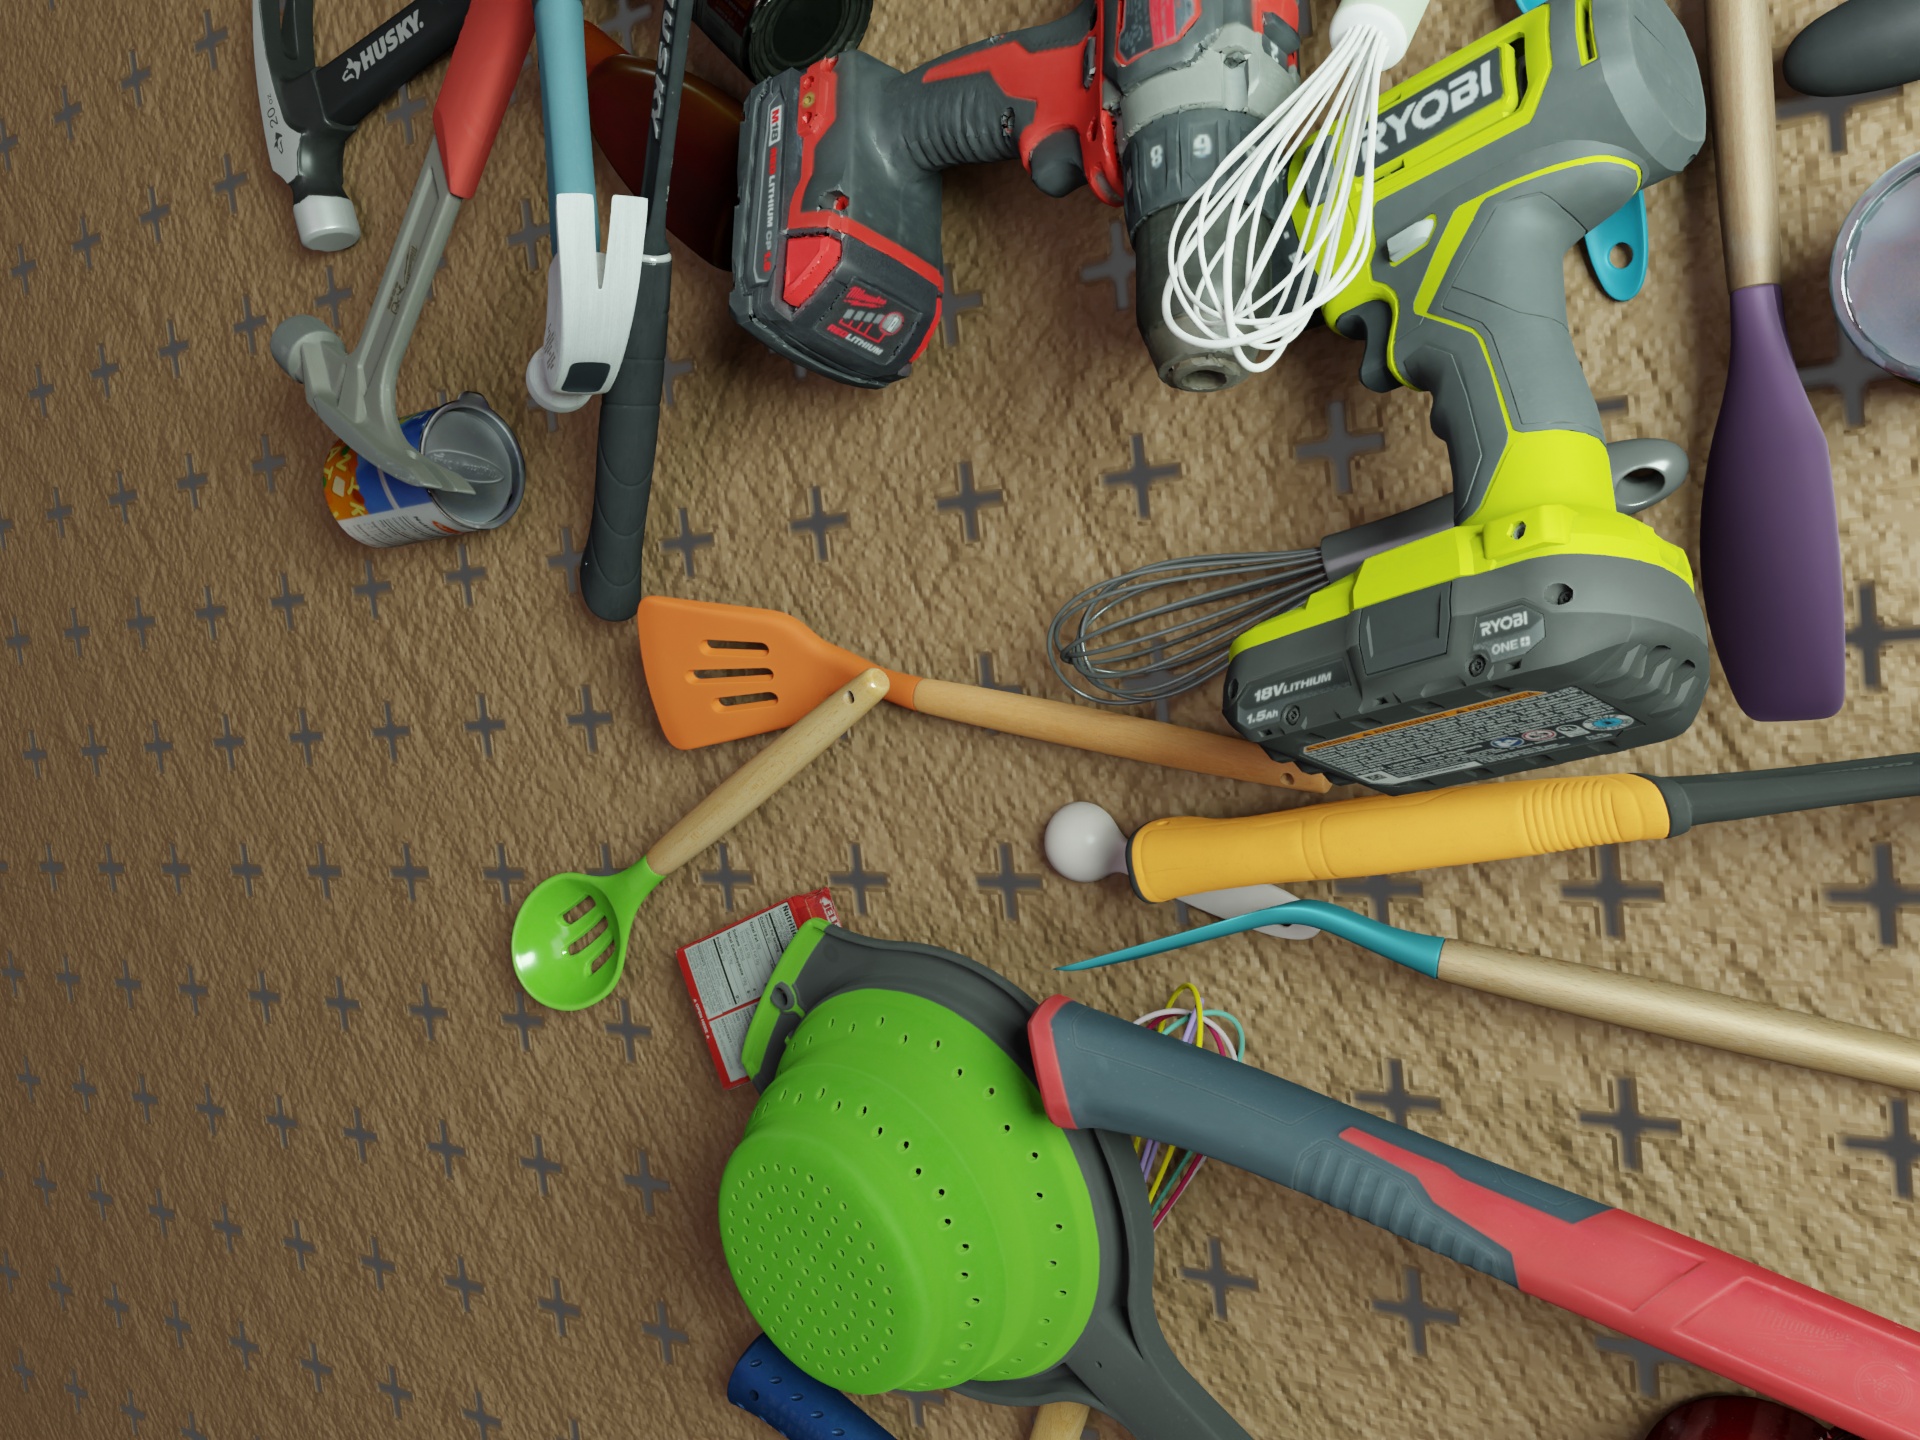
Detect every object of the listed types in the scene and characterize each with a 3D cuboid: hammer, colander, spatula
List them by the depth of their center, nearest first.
[{"bbox_3d":[0.241,-0.157,0.490,0.060,0.018,0.316,176,90,-77],"label":"spatula"},{"bbox_3d":[0.194,0.033,0.511,0.337,0.127,0.034,-11,95,39],"label":"hammer"},{"bbox_3d":[0.199,0.155,0.511,0.386,0.038,0.143,18,70,28],"label":"hammer"},{"bbox_3d":[0.192,0.099,0.552,0.317,0.082,0.044,10,89,25],"label":"spatula"},{"bbox_3d":[0.026,0.251,0.617,0.397,0.094,0.204,42,126,22],"label":"colander"},{"bbox_3d":[-0.164,-0.300,0.641,0.128,0.033,0.331,180,85,-67],"label":"hammer"},{"bbox_3d":[-0.125,-0.206,0.658,0.408,0.036,0.149,108,147,-40],"label":"hammer"},{"bbox_3d":[-0.001,-0.002,0.676,0.323,0.041,0.081,12,123,31],"label":"spatula"},{"bbox_3d":[0.056,0.399,0.700,0.406,0.035,0.144,27,112,28],"label":"hammer"},{"bbox_3d":[-0.214,-0.288,0.725,0.149,0.036,0.359,38,110,28],"label":"hammer"},{"bbox_3d":[-0.245,-0.366,0.792,0.335,0.035,0.146,-15,89,34],"label":"hammer"}]

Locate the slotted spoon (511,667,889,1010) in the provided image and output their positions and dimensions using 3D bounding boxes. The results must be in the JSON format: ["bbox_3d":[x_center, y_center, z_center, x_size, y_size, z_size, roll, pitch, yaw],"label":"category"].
[{"bbox_3d":[-0.130,0.059,0.761,0.313,0.031,0.070,-38,76,38],"label":"slotted spoon"}]

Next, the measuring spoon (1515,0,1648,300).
[{"bbox_3d":[0.212,-0.203,0.522,0.042,0.021,0.128,-3,104,43],"label":"measuring spoon"}]

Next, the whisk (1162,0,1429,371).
[{"bbox_3d":[0.122,-0.203,0.485,0.059,0.057,0.246,6,60,40],"label":"whisk"}]

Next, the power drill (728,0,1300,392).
[{"bbox_3d":[0.019,-0.188,0.575,0.227,0.080,0.188,-10,73,40],"label":"power drill"}]

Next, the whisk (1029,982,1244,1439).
[{"bbox_3d":[0.068,0.216,0.668,0.047,0.051,0.245,39,122,47],"label":"whisk"}]

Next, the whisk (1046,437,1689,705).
[{"bbox_3d":[0.137,-0.053,0.575,0.239,0.055,0.055,-17,87,30],"label":"whisk"}]

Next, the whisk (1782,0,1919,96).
[{"bbox_3d":[0.360,-0.216,0.397,0.285,0.070,0.070,-9,92,40],"label":"whisk"}]

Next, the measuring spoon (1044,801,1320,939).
[{"bbox_3d":[0.085,0.064,0.641,0.124,0.018,0.034,18,106,30],"label":"measuring spoon"}]

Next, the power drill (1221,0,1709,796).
[{"bbox_3d":[0.140,-0.099,0.507,0.190,0.080,0.229,-18,62,45],"label":"power drill"}]
